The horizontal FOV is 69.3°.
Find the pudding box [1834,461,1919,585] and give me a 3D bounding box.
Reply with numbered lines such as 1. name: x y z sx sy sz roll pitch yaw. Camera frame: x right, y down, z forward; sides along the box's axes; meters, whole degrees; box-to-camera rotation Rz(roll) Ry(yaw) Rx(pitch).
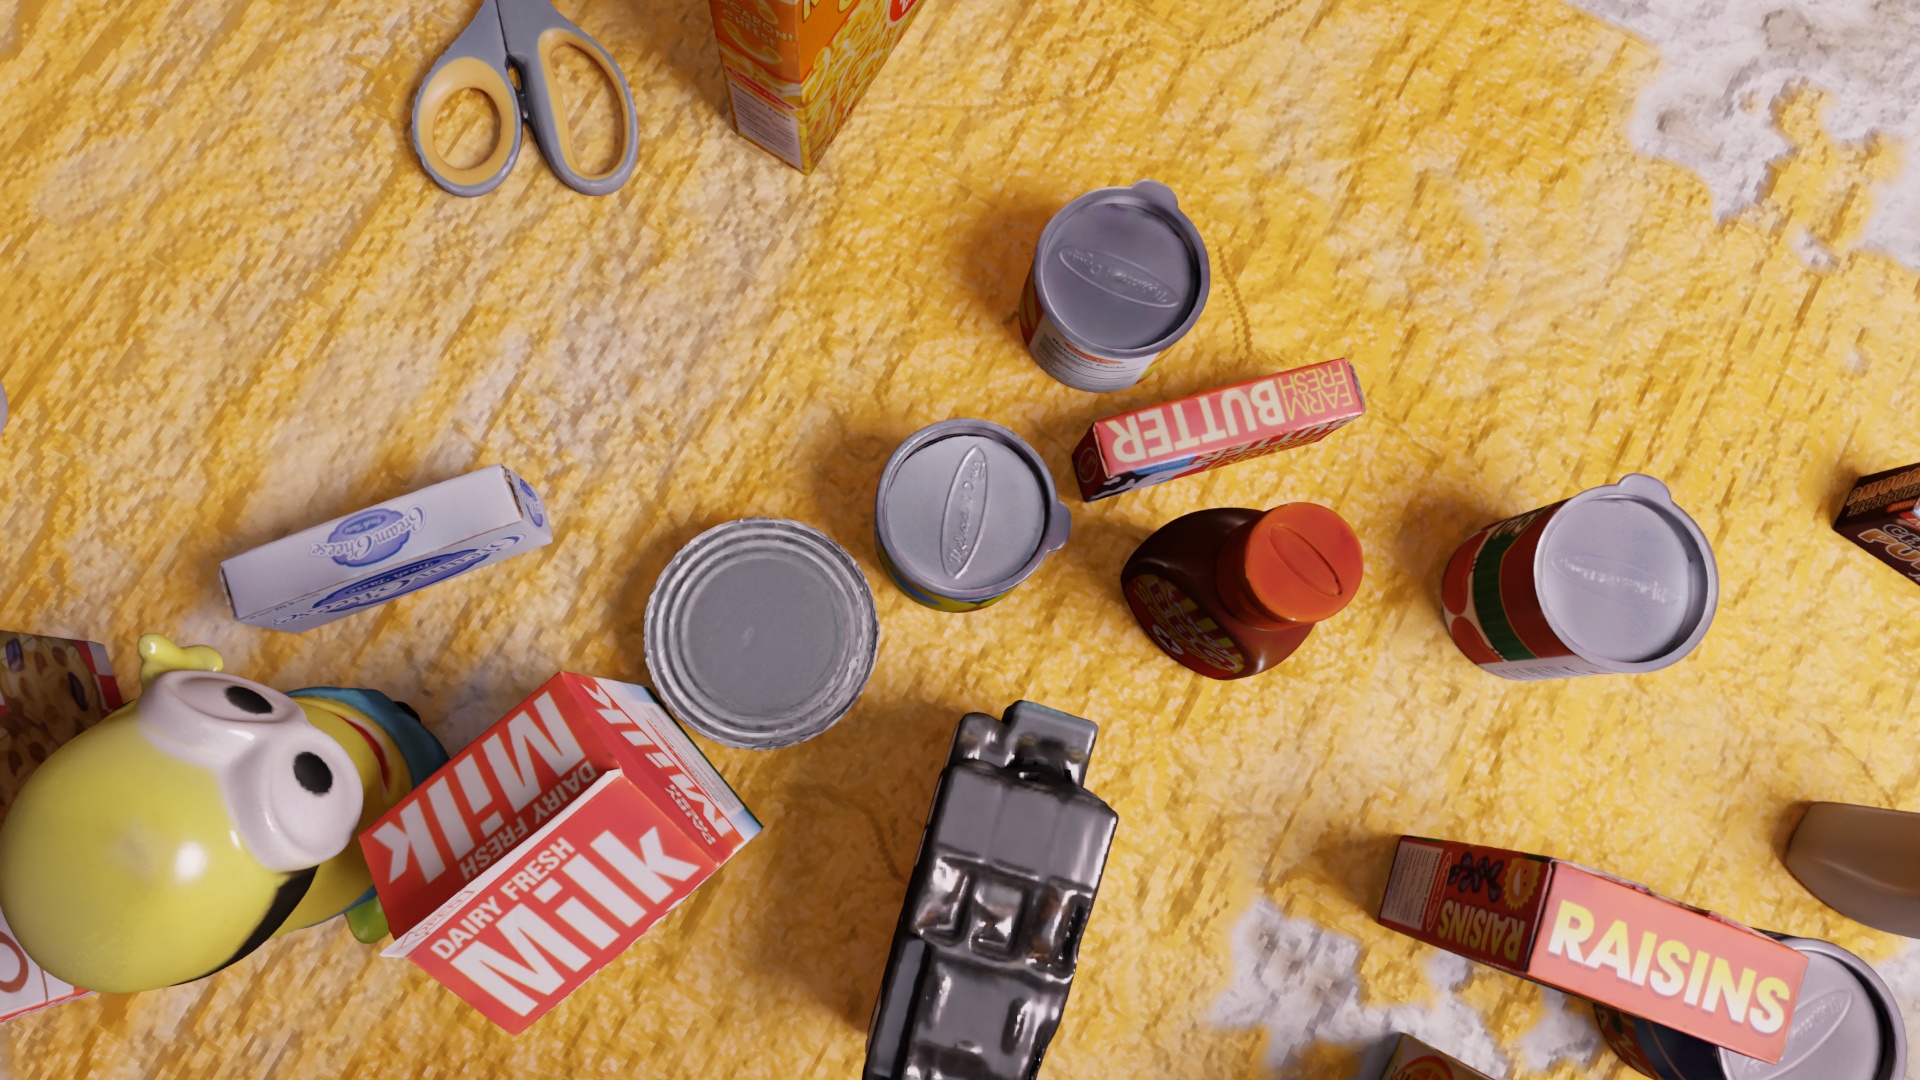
1. pudding box: 0.404 0.003 0.552 0.084 0.049 0.030 34 81 1

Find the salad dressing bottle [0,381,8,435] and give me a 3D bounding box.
1. salad dressing bottle: -0.381 -0.057 0.457 0.044 0.147 0.064 24 81 0

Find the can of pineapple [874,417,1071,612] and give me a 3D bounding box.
1. can of pineapple: 0.002 -0.007 0.522 0.071 0.058 0.071 1 82 -4

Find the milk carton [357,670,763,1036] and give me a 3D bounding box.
1. milk carton: -0.118 0.091 0.431 0.072 0.190 0.073 -40 86 -8

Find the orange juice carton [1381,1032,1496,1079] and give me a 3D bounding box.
1. orange juice carton: 0.188 0.221 0.431 0.072 0.192 0.073 30 81 1

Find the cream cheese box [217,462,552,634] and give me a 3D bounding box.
1. cream cheese box: -0.206 0.004 0.508 0.104 0.053 0.024 -20 84 -7

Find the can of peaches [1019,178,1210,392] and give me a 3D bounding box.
1. can of peaches: 0.059 -0.097 0.539 0.071 0.058 0.071 1 82 -4

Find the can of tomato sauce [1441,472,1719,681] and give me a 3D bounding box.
1. can of tomato sauce: 0.228 0.017 0.521 0.071 0.083 0.071 1 82 -4

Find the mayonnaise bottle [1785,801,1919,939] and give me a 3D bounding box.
1. mayonnaise bottle: 0.361 0.120 0.481 0.065 0.148 0.041 31 81 1

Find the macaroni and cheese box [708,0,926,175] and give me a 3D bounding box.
1. macaroni and cheese box: -0.041 -0.220 0.496 0.040 0.166 0.124 31 81 1

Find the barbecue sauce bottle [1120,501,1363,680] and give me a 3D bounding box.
1. barbecue sauce bottle: 0.096 0.016 0.479 0.044 0.148 0.065 -44 87 -8

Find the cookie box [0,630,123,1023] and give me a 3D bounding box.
1. cookie box: -0.312 0.089 0.429 0.040 0.167 0.123 -20 84 -6

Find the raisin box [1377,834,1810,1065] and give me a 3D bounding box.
1. raisin box: 0.211 0.136 0.481 0.086 0.123 0.040 21 81 -1

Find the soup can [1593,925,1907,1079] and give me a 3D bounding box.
1. soup can: 0.278 0.169 0.501 0.071 0.083 0.071 1 82 -4

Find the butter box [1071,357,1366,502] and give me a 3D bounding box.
1. butter box: 0.098 -0.042 0.536 0.103 0.053 0.024 -15 83 -6
